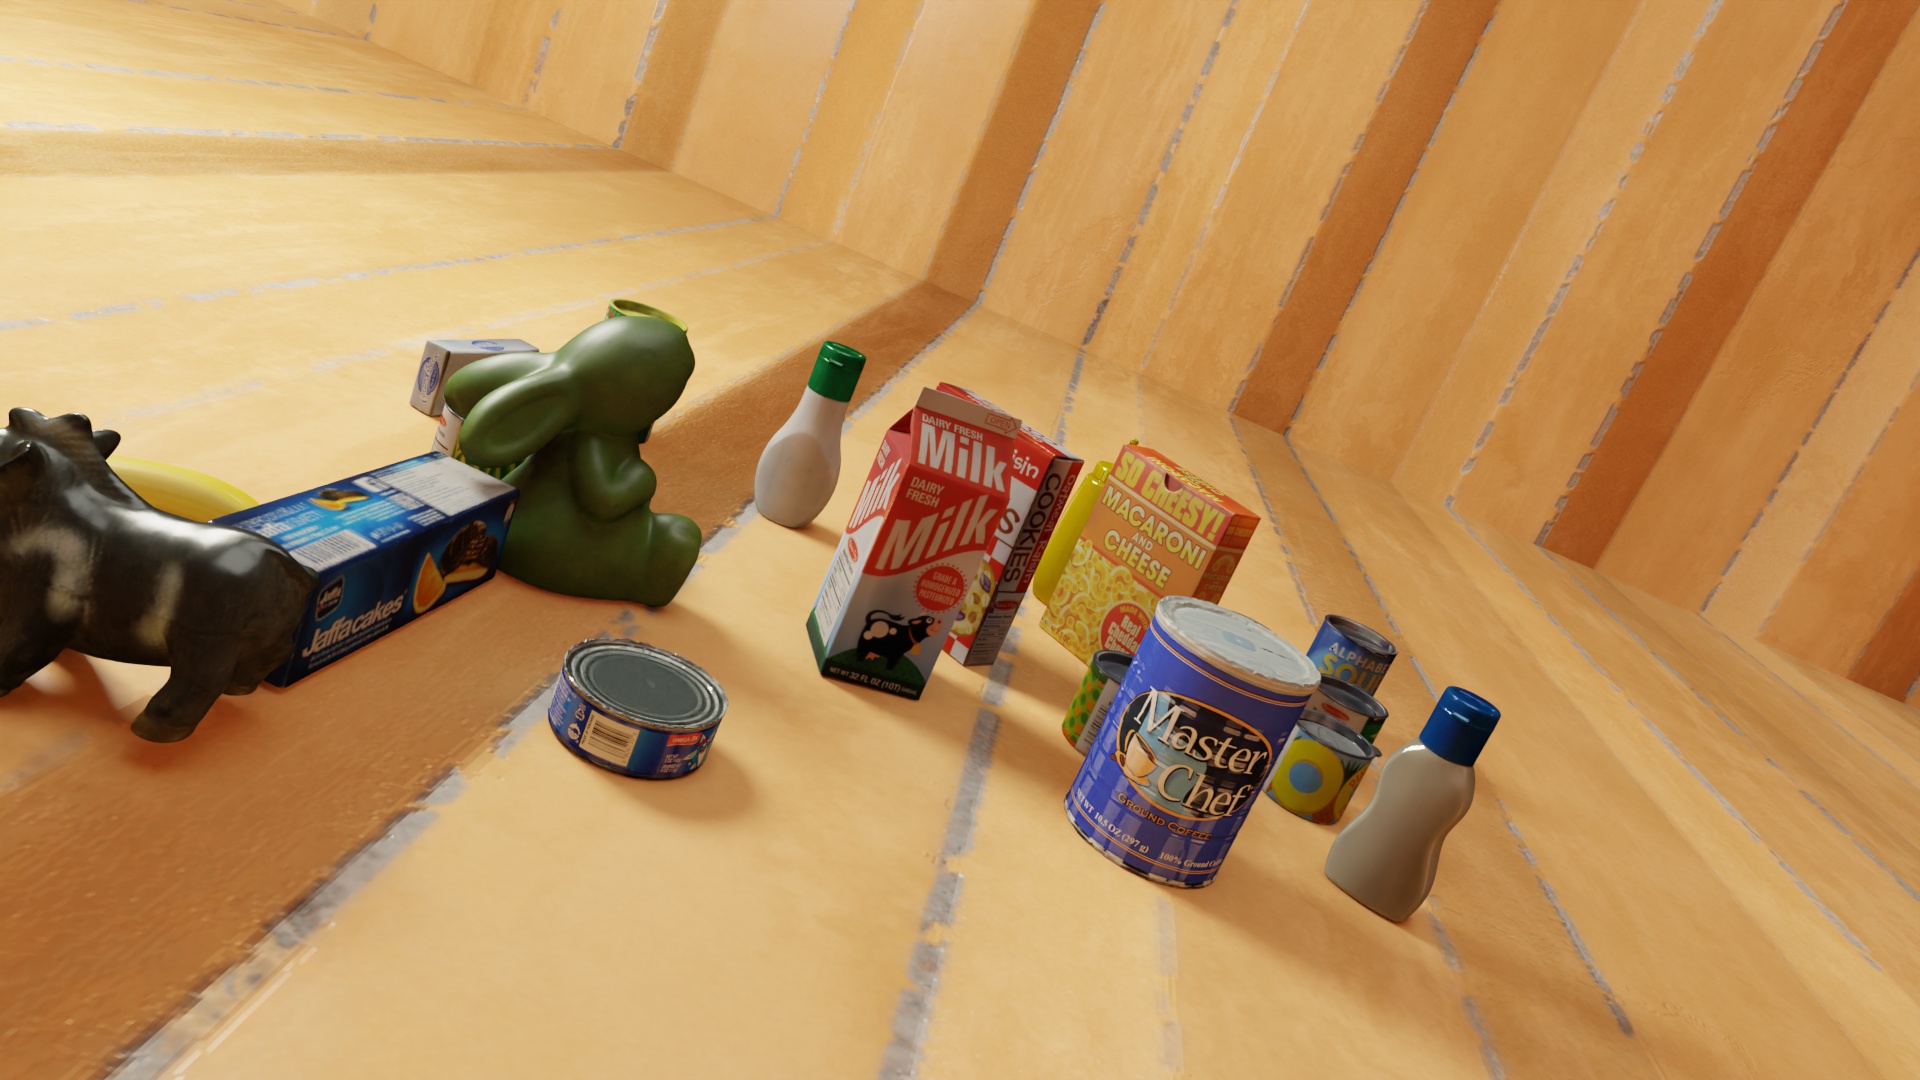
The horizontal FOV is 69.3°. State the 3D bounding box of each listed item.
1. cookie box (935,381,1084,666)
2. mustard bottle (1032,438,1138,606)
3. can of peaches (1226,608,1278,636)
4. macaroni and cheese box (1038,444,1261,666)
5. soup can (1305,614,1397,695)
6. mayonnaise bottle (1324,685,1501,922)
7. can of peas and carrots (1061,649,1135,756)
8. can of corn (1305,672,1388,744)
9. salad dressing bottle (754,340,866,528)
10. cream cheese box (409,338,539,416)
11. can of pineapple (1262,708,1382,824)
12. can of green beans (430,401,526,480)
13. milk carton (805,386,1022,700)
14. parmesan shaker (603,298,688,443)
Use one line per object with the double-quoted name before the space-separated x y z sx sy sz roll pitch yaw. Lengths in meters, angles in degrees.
"cookie box" 0.004 -0.013 1.005 0.123 0.167 0.040 35 20 36
"mustard bottle" 0.115 -0.016 1.177 0.049 0.159 0.065 34 19 32
"can of peaches" 0.225 0.097 1.154 0.071 0.058 0.071 21 16 -6
"macaroni and cheese box" 0.142 0.026 1.072 0.040 0.166 0.124 8 22 -44
"soup can" 0.323 0.116 1.181 0.071 0.083 0.071 22 16 -6
"mayonnaise bottle" 0.289 0.163 0.874 0.065 0.147 0.041 32 18 27
"can of peas and carrots" 0.109 0.115 0.942 0.071 0.058 0.071 21 16 -6
"can of corn" 0.294 0.146 1.094 0.071 0.058 0.071 21 16 -6
"salad dressing bottle" -0.117 -0.084 1.100 0.064 0.147 0.044 24 16 2
"cream cheese box" -0.368 -0.125 1.057 0.024 0.053 0.104 28 17 15
"can of pineapple" 0.255 0.162 0.992 0.071 0.057 0.071 21 16 -6
"can of green beans" -0.312 -0.056 0.911 0.071 0.057 0.071 21 16 -6
"milk carton" -0.029 -0.002 0.888 0.072 0.190 0.074 17 17 -20
"parmesan shaker" -0.271 -0.137 1.138 0.071 0.102 0.071 22 16 -6
